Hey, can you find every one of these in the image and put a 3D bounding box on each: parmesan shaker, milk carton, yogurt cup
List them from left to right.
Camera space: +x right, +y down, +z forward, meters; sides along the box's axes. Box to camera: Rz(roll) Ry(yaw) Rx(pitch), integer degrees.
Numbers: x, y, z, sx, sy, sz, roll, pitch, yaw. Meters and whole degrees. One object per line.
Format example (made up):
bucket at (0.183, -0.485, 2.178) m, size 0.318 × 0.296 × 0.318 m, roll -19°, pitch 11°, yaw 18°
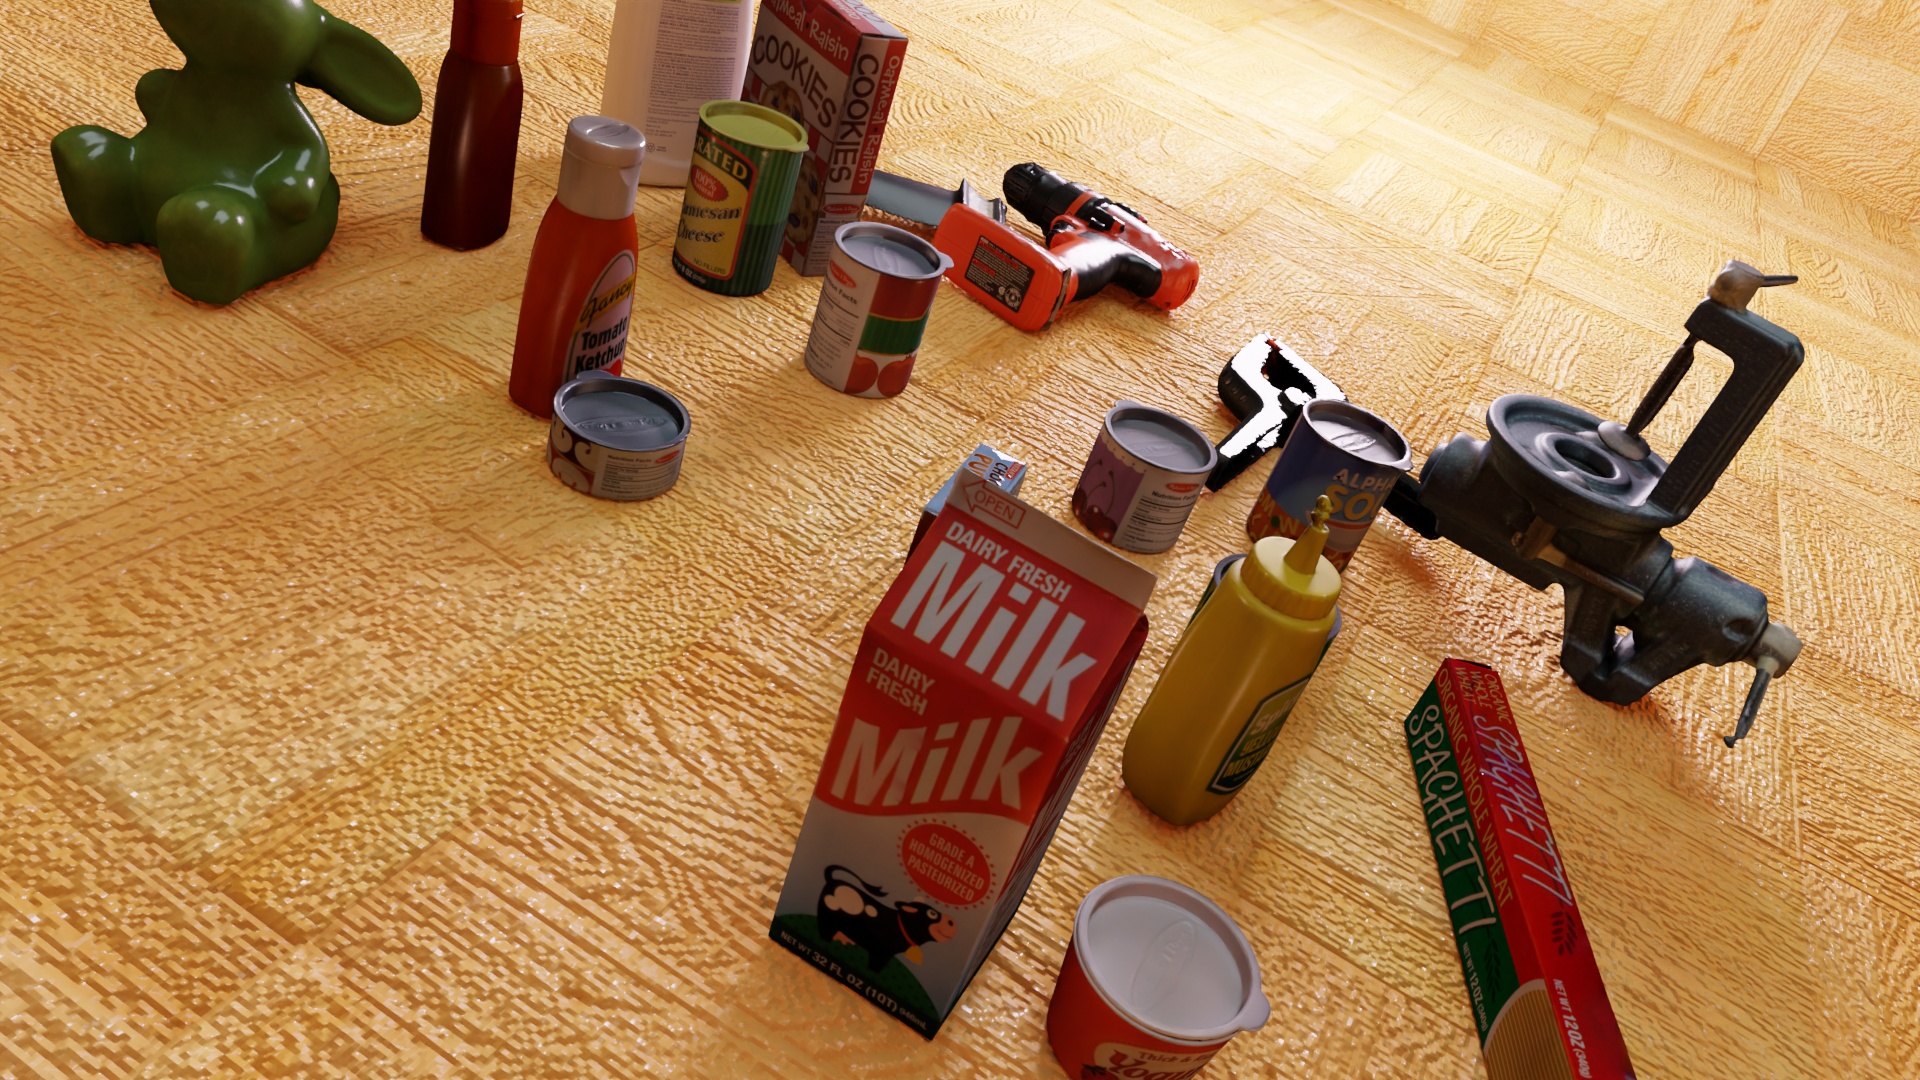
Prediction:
parmesan shaker at (-0.137, -0.211, 0.865) m, size 0.071 × 0.102 × 0.072 m, roll 14°, pitch 34°, yaw -9°
milk carton at (0.002, 0.069, 0.464) m, size 0.072 × 0.189 × 0.074 m, roll 29°, pitch 34°, yaw 13°
yogurt cup at (0.064, 0.161, 0.488) m, size 0.072 × 0.053 × 0.073 m, roll 14°, pitch 34°, yaw -9°

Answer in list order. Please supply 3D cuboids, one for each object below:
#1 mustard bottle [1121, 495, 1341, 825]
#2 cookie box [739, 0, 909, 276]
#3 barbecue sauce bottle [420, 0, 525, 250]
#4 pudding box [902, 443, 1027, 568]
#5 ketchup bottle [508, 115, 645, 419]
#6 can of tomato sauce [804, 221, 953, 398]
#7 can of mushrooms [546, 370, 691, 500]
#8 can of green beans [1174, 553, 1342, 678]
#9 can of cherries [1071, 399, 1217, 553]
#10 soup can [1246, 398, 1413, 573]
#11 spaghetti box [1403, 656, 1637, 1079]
mustard bottle at (0.120, 0.049, 0.579) m, size 0.065 × 0.159 × 0.049 m, roll -18°, pitch 49°, yaw -43°
cookie box at (-0.102, -0.279, 0.923) m, size 0.040 × 0.166 × 0.123 m, roll -9°, pitch 43°, yaw -37°
barbecue sauce bottle at (-0.278, -0.246, 0.801) m, size 0.044 × 0.147 × 0.065 m, roll 20°, pitch 33°, yaw 0°
pudding box at (0.002, -0.009, 0.700) m, size 0.030 × 0.049 × 0.084 m, roll 26°, pitch 34°, yaw 8°
ketchup bottle at (-0.187, -0.135, 0.690) m, size 0.043 × 0.148 × 0.065 m, roll 29°, pitch 34°, yaw 13°
can of tomato sauce at (-0.050, -0.136, 0.822) m, size 0.071 × 0.082 × 0.071 m, roll 14°, pitch 34°, yaw -9°
can of mushrooms at (-0.170, -0.052, 0.686) m, size 0.071 × 0.033 × 0.071 m, roll 14°, pitch 34°, yaw -9°
can of green beans at (0.145, 0.049, 0.684) m, size 0.071 × 0.057 × 0.071 m, roll 14°, pitch 34°, yaw -9°
can of cherries at (0.101, -0.036, 0.782) m, size 0.071 × 0.058 × 0.072 m, roll 14°, pitch 34°, yaw -9°
soup can at (0.214, -0.029, 0.807) m, size 0.071 × 0.083 × 0.072 m, roll 14°, pitch 34°, yaw -9°
spaghetti box at (0.234, 0.145, 0.602) m, size 0.029 × 0.050 × 0.251 m, roll 17°, pitch 34°, yaw -4°
